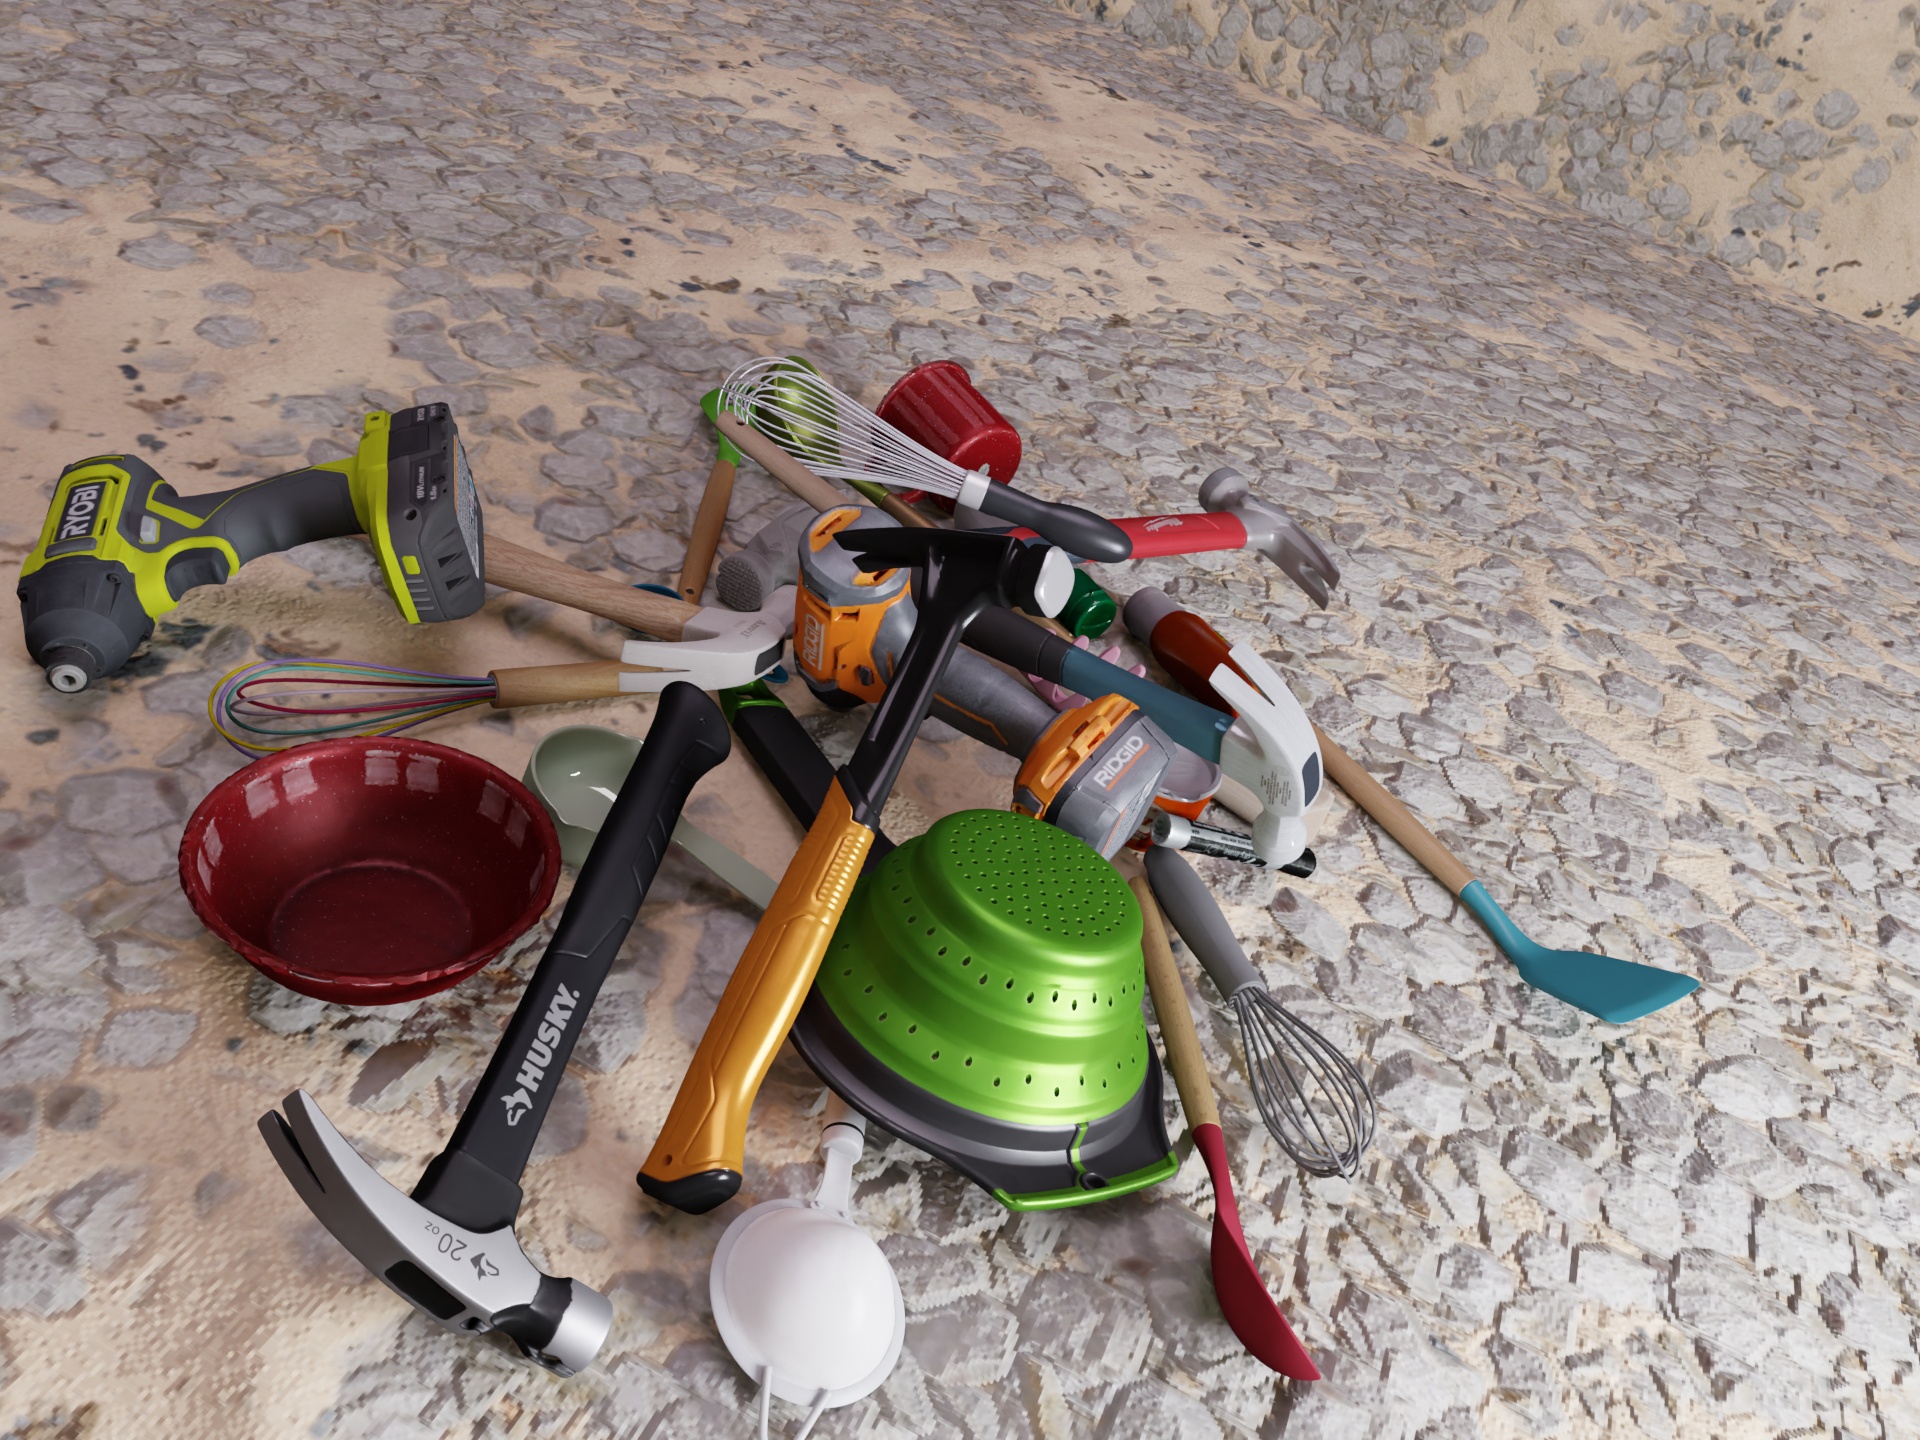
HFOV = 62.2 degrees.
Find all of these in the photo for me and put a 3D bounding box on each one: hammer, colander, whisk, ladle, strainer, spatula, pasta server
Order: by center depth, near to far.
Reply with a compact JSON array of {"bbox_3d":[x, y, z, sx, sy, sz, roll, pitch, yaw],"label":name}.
[{"bbox_3d":[-0.167,0.095,0.688,0.146,0.035,0.335,40,36,-21],"label":"hammer"},{"bbox_3d":[-0.053,0.189,0.690,0.086,0.050,0.259,28,30,-14],"label":"strainer"},{"bbox_3d":[-0.063,0.055,0.721,0.127,0.034,0.337,10,65,32],"label":"hammer"},{"bbox_3d":[0.115,0.180,0.775,0.031,0.069,0.316,-23,33,9],"label":"ladle"},{"bbox_3d":[-0.022,0.061,0.804,0.204,0.094,0.398,1,34,-38],"label":"colander"},{"bbox_3d":[0.148,0.143,0.833,0.055,0.055,0.239,1,35,-23],"label":"whisk"},{"bbox_3d":[-0.277,-0.019,0.865,0.245,0.051,0.047,-7,37,-35],"label":"whisk"},{"bbox_3d":[0.050,-0.035,0.892,0.331,0.128,0.033,27,56,24],"label":"hammer"},{"bbox_3d":[-0.260,-0.088,0.939,0.331,0.031,0.130,18,29,12],"label":"hammer"},{"bbox_3d":[-0.020,-0.094,0.966,0.316,0.040,0.060,38,40,2],"label":"pasta server"},{"bbox_3d":[0.302,0.079,0.986,0.082,0.044,0.318,-13,45,-31],"label":"spatula"},{"bbox_3d":[-0.022,-0.160,1.018,0.284,0.070,0.070,21,35,-4],"label":"whisk"},{"bbox_3d":[0.050,-0.035,1.035,0.411,0.038,0.146,27,35,11],"label":"hammer"},{"bbox_3d":[0.076,-0.110,1.068,0.386,0.038,0.143,-8,43,-30],"label":"hammer"},{"bbox_3d":[-0.027,-0.151,1.125,0.320,0.062,0.078,40,22,19],"label":"ladle"}]

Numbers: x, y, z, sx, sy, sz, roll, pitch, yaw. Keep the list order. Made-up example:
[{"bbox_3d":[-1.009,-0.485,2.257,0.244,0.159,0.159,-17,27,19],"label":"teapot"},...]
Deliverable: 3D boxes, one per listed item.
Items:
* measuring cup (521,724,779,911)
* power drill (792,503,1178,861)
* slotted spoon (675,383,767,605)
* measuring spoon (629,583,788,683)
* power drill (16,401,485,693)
[{"bbox_3d":[-0.152,0.068,0.818,0.167,0.038,0.083,35,34,-3],"label":"measuring cup"},{"bbox_3d":[-0.001,-0.003,0.885,0.226,0.164,0.084,39,63,13],"label":"power drill"},{"bbox_3d":[-0.167,-0.164,1.119,0.070,0.031,0.314,17,37,-10],"label":"slotted spoon"},{"bbox_3d":[-0.156,-0.046,0.963,0.129,0.021,0.042,29,37,21],"label":"measuring spoon"},{"bbox_3d":[-0.377,-0.091,0.852,0.223,0.080,0.171,-12,43,-7],"label":"power drill"}]
